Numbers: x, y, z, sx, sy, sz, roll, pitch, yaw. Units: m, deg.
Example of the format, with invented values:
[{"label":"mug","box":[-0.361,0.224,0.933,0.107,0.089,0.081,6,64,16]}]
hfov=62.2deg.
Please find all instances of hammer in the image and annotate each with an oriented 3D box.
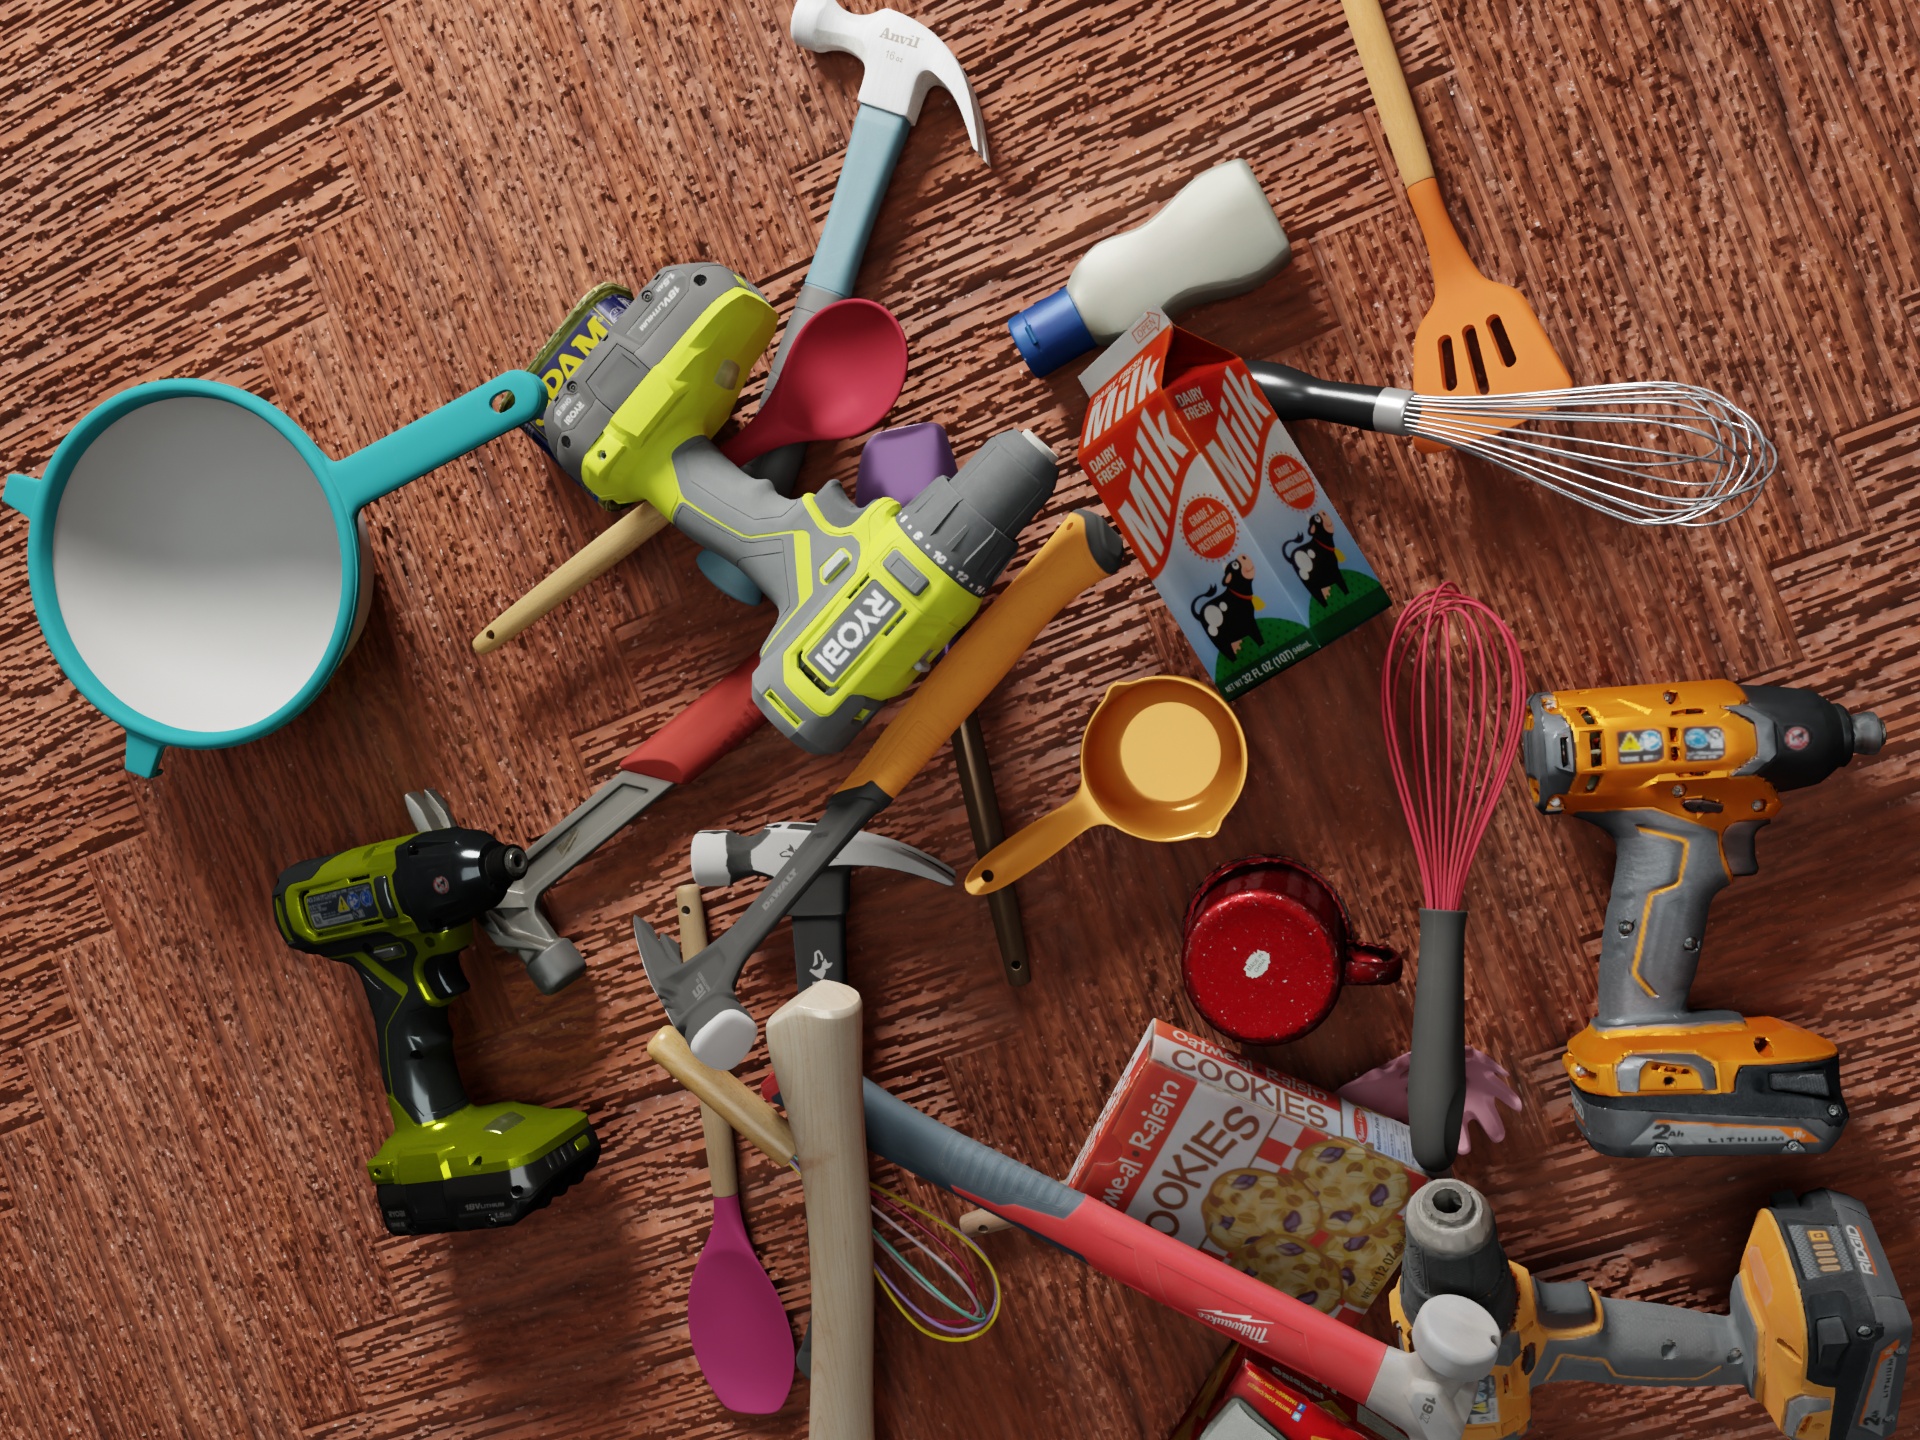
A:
[{"label":"hammer","box":[0.065,0.273,0.815,0.386,0.038,0.143,22,122,20]},{"label":"hammer","box":[-0.055,0.330,0.854,0.146,0.038,0.410,8,112,20]},{"label":"hammer","box":[-0.039,0.022,0.827,0.337,0.127,0.034,-49,123,-1]},{"label":"hammer","box":[-0.070,0.224,0.909,0.146,0.035,0.335,-2,96,3]},{"label":"hammer","box":[-0.080,-0.226,0.889,0.128,0.033,0.331,21,98,12]},{"label":"hammer","box":[-0.156,0.001,0.920,0.359,0.036,0.149,-38,85,13]}]

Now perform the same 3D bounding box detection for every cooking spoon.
[{"label":"cooking spoon","box":[-0.142,0.255,0.943,0.069,0.017,0.319,-6,93,20]}]

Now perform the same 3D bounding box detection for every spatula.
[{"label":"spatula","box":[0.225,-0.298,0.810,0.081,0.041,0.322,-19,88,31]},{"label":"spatula","box":[-0.001,-0.003,0.870,0.060,0.018,0.316,-12,100,6]}]

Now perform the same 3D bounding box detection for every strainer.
[{"label":"strainer","box":[-0.374,-0.118,0.933,0.340,0.095,0.211,-24,91,11]}]

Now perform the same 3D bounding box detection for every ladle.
[{"label":"ladle","box":[-0.155,-0.125,0.884,0.315,0.031,0.069,-33,82,16]}]

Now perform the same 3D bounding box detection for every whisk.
[{"label":"whisk","box":[0.241,-0.144,0.770,0.285,0.070,0.070,18,98,35]},{"label":"whisk","box":[0.244,0.076,0.799,0.073,0.073,0.296,2,84,13]},{"label":"whisk","box":[-0.077,0.255,0.876,0.245,0.051,0.047,40,103,1]}]

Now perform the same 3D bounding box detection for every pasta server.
[{"label":"pasta server","box":[0.143,0.237,0.867,0.316,0.040,0.060,-22,107,15]}]

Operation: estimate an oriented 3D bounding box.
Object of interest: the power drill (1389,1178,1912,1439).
[{"label":"power drill","box":[0.325,0.283,0.774,0.226,0.084,0.185,-8,126,13]}]

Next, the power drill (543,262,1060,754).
[{"label":"power drill","box":[-0.080,-0.123,0.807,0.228,0.080,0.190,44,101,9]}]

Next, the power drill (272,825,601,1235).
[{"label":"power drill","box":[-0.297,0.175,0.923,0.171,0.080,0.223,-13,95,26]}]

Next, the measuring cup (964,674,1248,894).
[{"label":"measuring cup","box":[0.077,0.042,0.862,0.173,0.052,0.095,-35,86,15]}]

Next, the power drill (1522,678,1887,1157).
[{"label":"power drill","box":[0.373,0.093,0.784,0.164,0.084,0.226,-5,89,13]}]
